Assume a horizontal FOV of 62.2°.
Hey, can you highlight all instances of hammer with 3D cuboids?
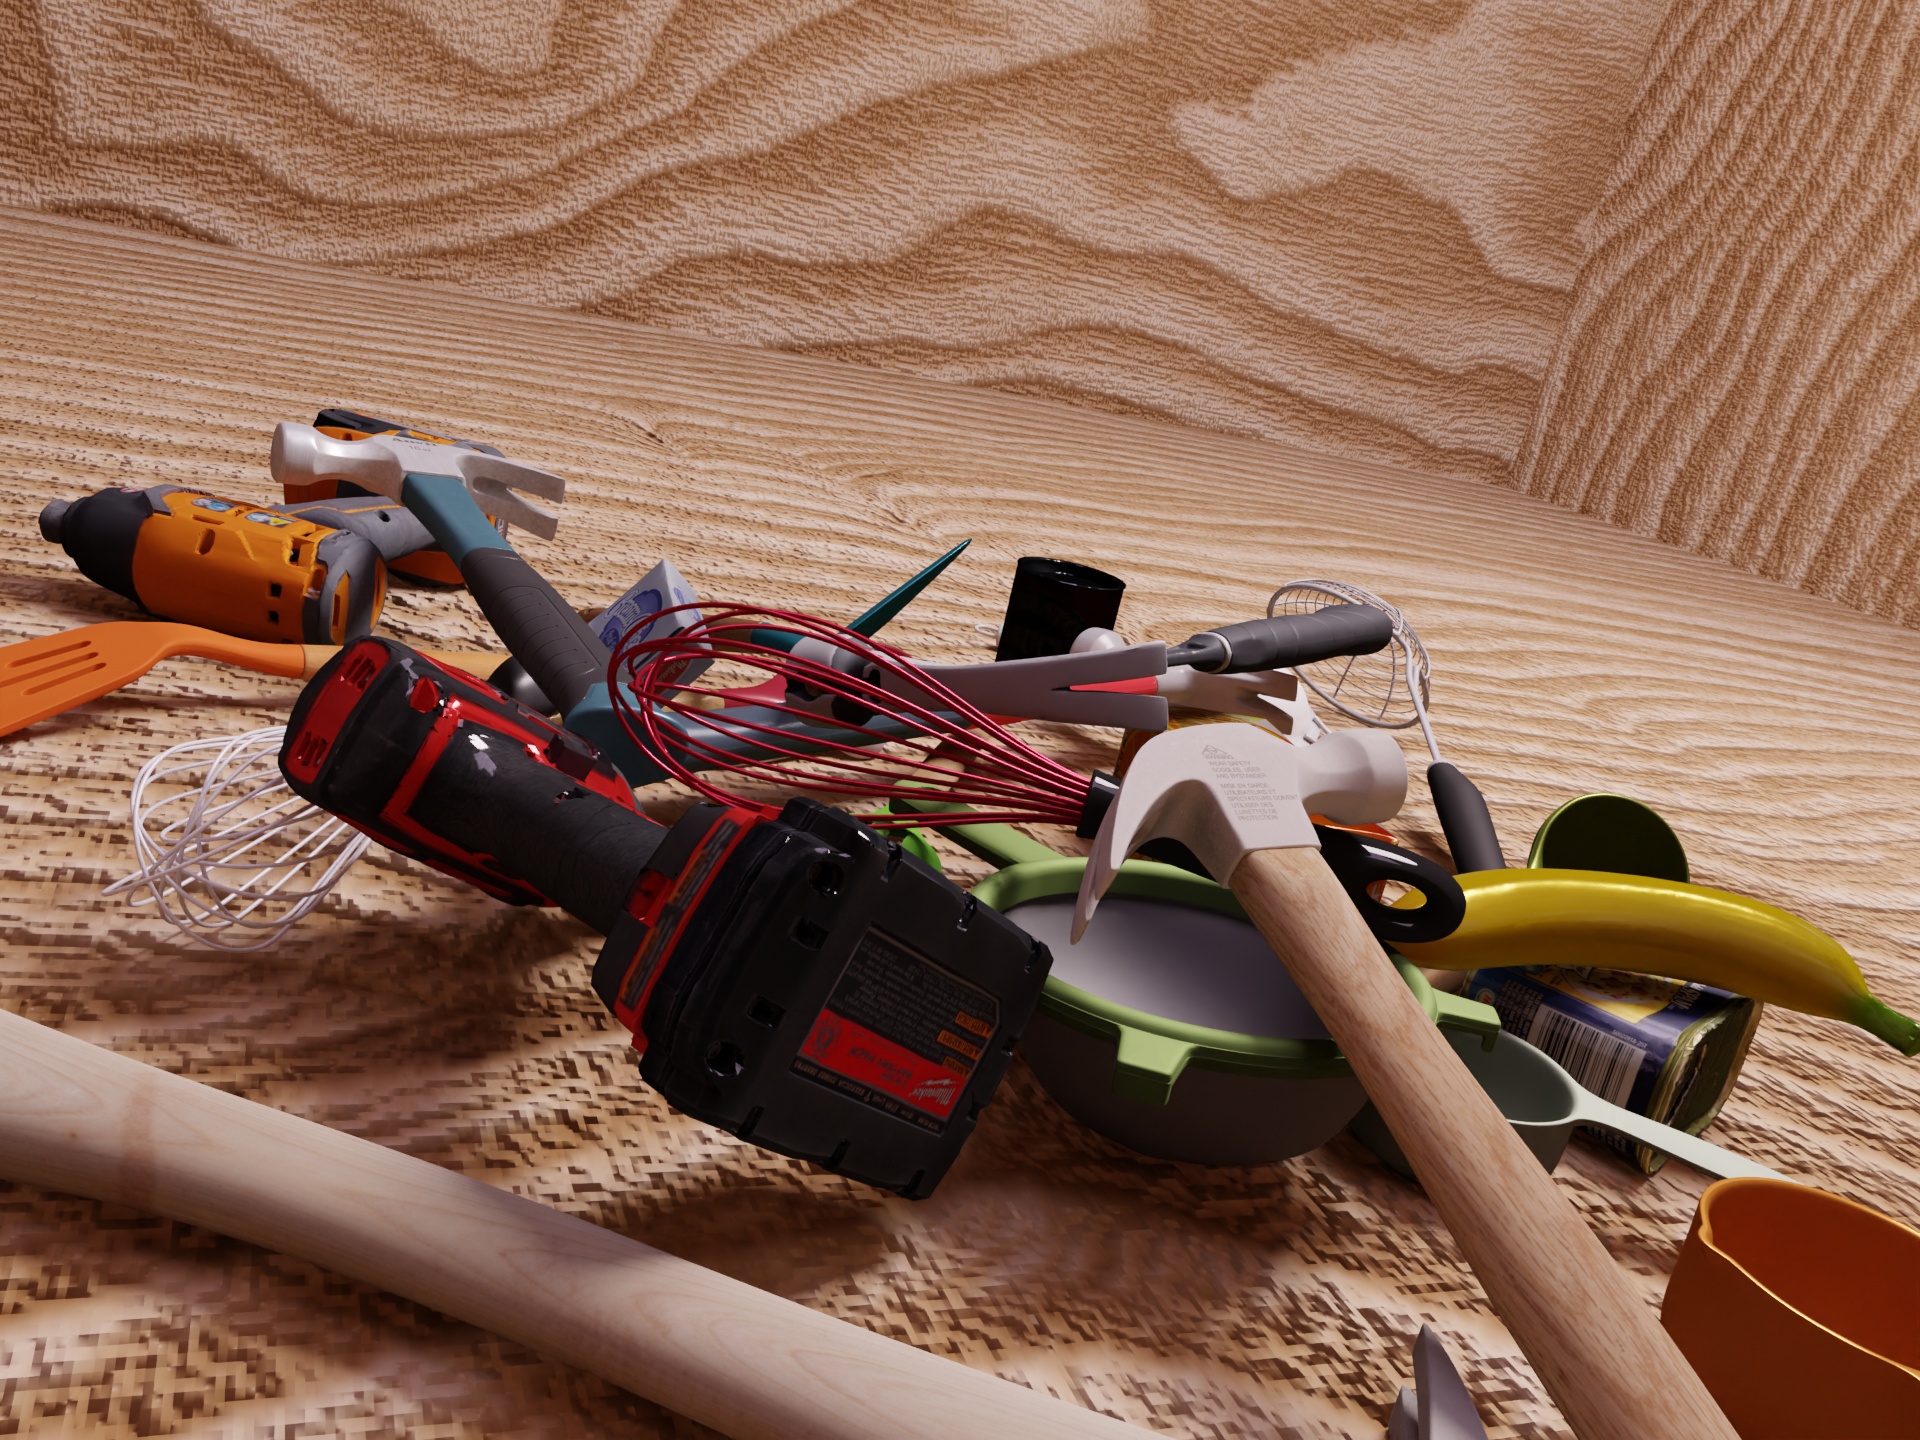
[{"bbox_3d":[-0.082,0.129,0.368,0.411,0.038,0.146,16,16,11],"label":"hammer"},{"bbox_3d":[0.109,-0.031,0.722,0.149,0.036,0.409,3,7,36],"label":"hammer"},{"bbox_3d":[0.129,0.118,0.386,0.130,0.031,0.332,-2,42,-26],"label":"hammer"},{"bbox_3d":[-0.199,-0.061,0.685,0.128,0.033,0.331,2,25,-35],"label":"hammer"},{"bbox_3d":[-0.001,-0.002,0.752,0.386,0.038,0.143,-9,18,-44],"label":"hammer"}]

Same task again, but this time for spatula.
[{"bbox_3d":[-0.274,-0.016,0.712,0.322,0.041,0.081,3,20,-43],"label":"spatula"},{"bbox_3d":[-0.114,-0.052,0.776,0.082,0.044,0.318,-40,29,-31],"label":"spatula"}]

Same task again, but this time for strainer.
[{"bbox_3d":[0.042,0.086,0.552,0.151,0.069,0.257,0,15,-34],"label":"strainer"},{"bbox_3d":[0.127,-0.031,1.031,0.258,0.050,0.087,15,31,18],"label":"strainer"}]

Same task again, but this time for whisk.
[{"bbox_3d":[-0.209,0.011,0.593,0.070,0.070,0.285,16,17,8],"label":"whisk"},{"bbox_3d":[0.023,0.023,0.530,0.296,0.073,0.073,16,17,3],"label":"whisk"}]

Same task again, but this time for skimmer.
[{"bbox_3d":[0.250,0.017,0.946,0.127,0.090,0.364,53,20,-20],"label":"skimmer"}]

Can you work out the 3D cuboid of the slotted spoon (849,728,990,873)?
[{"bbox_3d":[-0.017,0.030,0.748,0.070,0.031,0.314,12,15,10],"label":"slotted spoon"}]

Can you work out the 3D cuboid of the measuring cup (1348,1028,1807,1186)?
[{"bbox_3d":[0.208,0.146,0.529,0.168,0.038,0.083,20,18,16],"label":"measuring cup"}]

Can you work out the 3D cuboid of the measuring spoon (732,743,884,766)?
[{"bbox_3d":[-0.082,0.006,0.770,0.124,0.018,0.034,-9,62,-44],"label":"measuring spoon"}]

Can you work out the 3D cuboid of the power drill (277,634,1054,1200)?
[{"bbox_3d":[-0.090,0.049,0.468,0.220,0.078,0.143,22,-12,38],"label":"power drill"}]

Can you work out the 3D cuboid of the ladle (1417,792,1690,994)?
[{"bbox_3d":[0.235,0.094,0.685,0.320,0.062,0.078,-13,74,-49],"label":"ladle"}]

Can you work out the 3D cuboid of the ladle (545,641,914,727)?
[{"bbox_3d":[-0.138,-0.006,0.771,0.069,0.031,0.315,34,27,34],"label":"ladle"}]

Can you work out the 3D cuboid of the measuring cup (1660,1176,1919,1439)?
[{"bbox_3d":[0.241,0.187,0.400,0.095,0.052,0.174,12,19,-3],"label":"measuring cup"}]

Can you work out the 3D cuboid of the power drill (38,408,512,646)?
[{"bbox_3d":[-0.350,-0.104,0.837,0.164,0.084,0.226,15,21,4],"label":"power drill"}]
